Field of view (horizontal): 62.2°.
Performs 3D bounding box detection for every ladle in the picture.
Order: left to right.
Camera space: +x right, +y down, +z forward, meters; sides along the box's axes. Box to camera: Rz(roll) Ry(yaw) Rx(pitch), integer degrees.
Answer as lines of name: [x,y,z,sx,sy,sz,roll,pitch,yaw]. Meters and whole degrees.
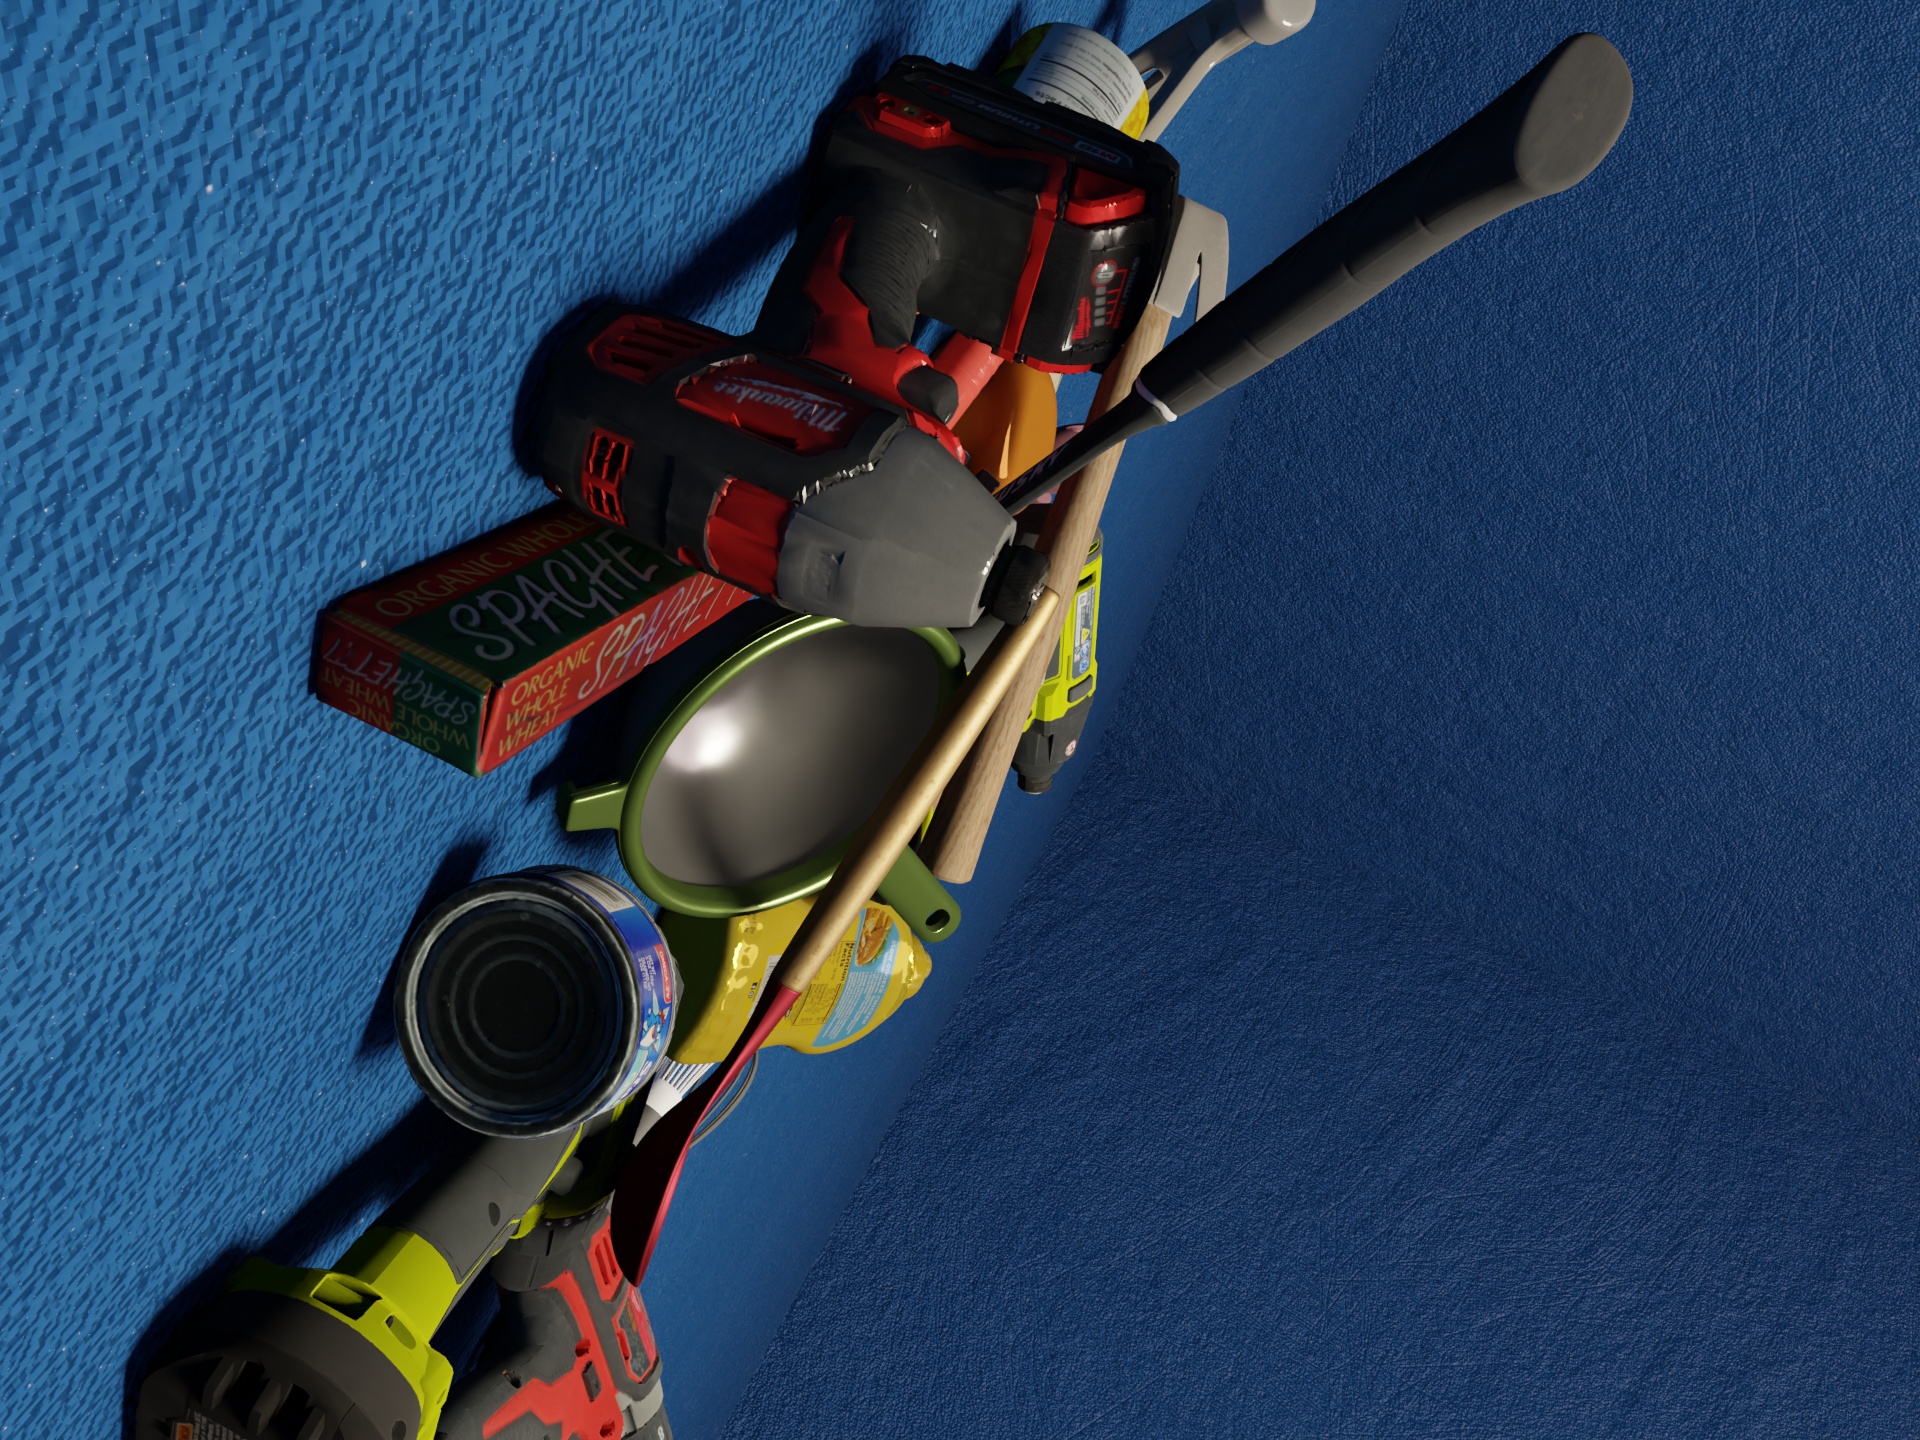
ladle: [-0.052,0.081,0.616,0.315,0.031,0.069,-57,-176,3]

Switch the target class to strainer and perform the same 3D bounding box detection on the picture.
strainer: [-0.060,0.024,0.659,0.151,0.069,0.256,-40,147,-4]

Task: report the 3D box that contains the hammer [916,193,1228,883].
hammer: [0.048,-0.080,0.737,0.130,0.031,0.331,-132,-118,-76]

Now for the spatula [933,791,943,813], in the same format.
spatula: [-0.008,-0.048,0.969,0.060,0.018,0.315,-48,149,-54]

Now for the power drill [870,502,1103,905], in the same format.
power drill: [-0.001,-0.003,0.845,0.223,0.080,0.171,-33,134,-46]

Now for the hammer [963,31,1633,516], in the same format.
hammer: [0.064,-0.113,0.580,0.409,0.036,0.149,-27,-152,55]

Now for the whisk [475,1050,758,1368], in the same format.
whisk: [-0.187,0.259,0.877,0.239,0.055,0.055,-55,168,-27]

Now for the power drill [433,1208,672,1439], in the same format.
power drill: [-0.190,0.342,0.695,0.227,0.080,0.188,-49,125,-73]

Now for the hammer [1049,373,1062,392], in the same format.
hammer: [0.029,-0.153,1.012,0.146,0.038,0.410,-55,168,-55]

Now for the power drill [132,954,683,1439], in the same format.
power drill: [-0.188,0.202,0.582,0.190,0.080,0.229,-68,174,32]

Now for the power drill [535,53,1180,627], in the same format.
power drill: [-0.014,-0.113,0.488,0.078,0.143,0.220,107,10,-47]

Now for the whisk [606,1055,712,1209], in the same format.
whisk: [-0.147,0.179,0.866,0.285,0.070,0.070,-53,167,-30]

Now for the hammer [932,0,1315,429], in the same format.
hammer: [0.028,-0.203,0.740,0.359,0.036,0.149,-55,-158,-16]

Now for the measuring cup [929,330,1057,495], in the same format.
measuring cup: [0.031,-0.150,0.839,0.173,0.052,0.095,-15,116,-65]

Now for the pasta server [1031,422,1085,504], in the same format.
pasta server: [0.026,-0.067,1.127,0.060,0.040,0.316,-178,-73,-82]
